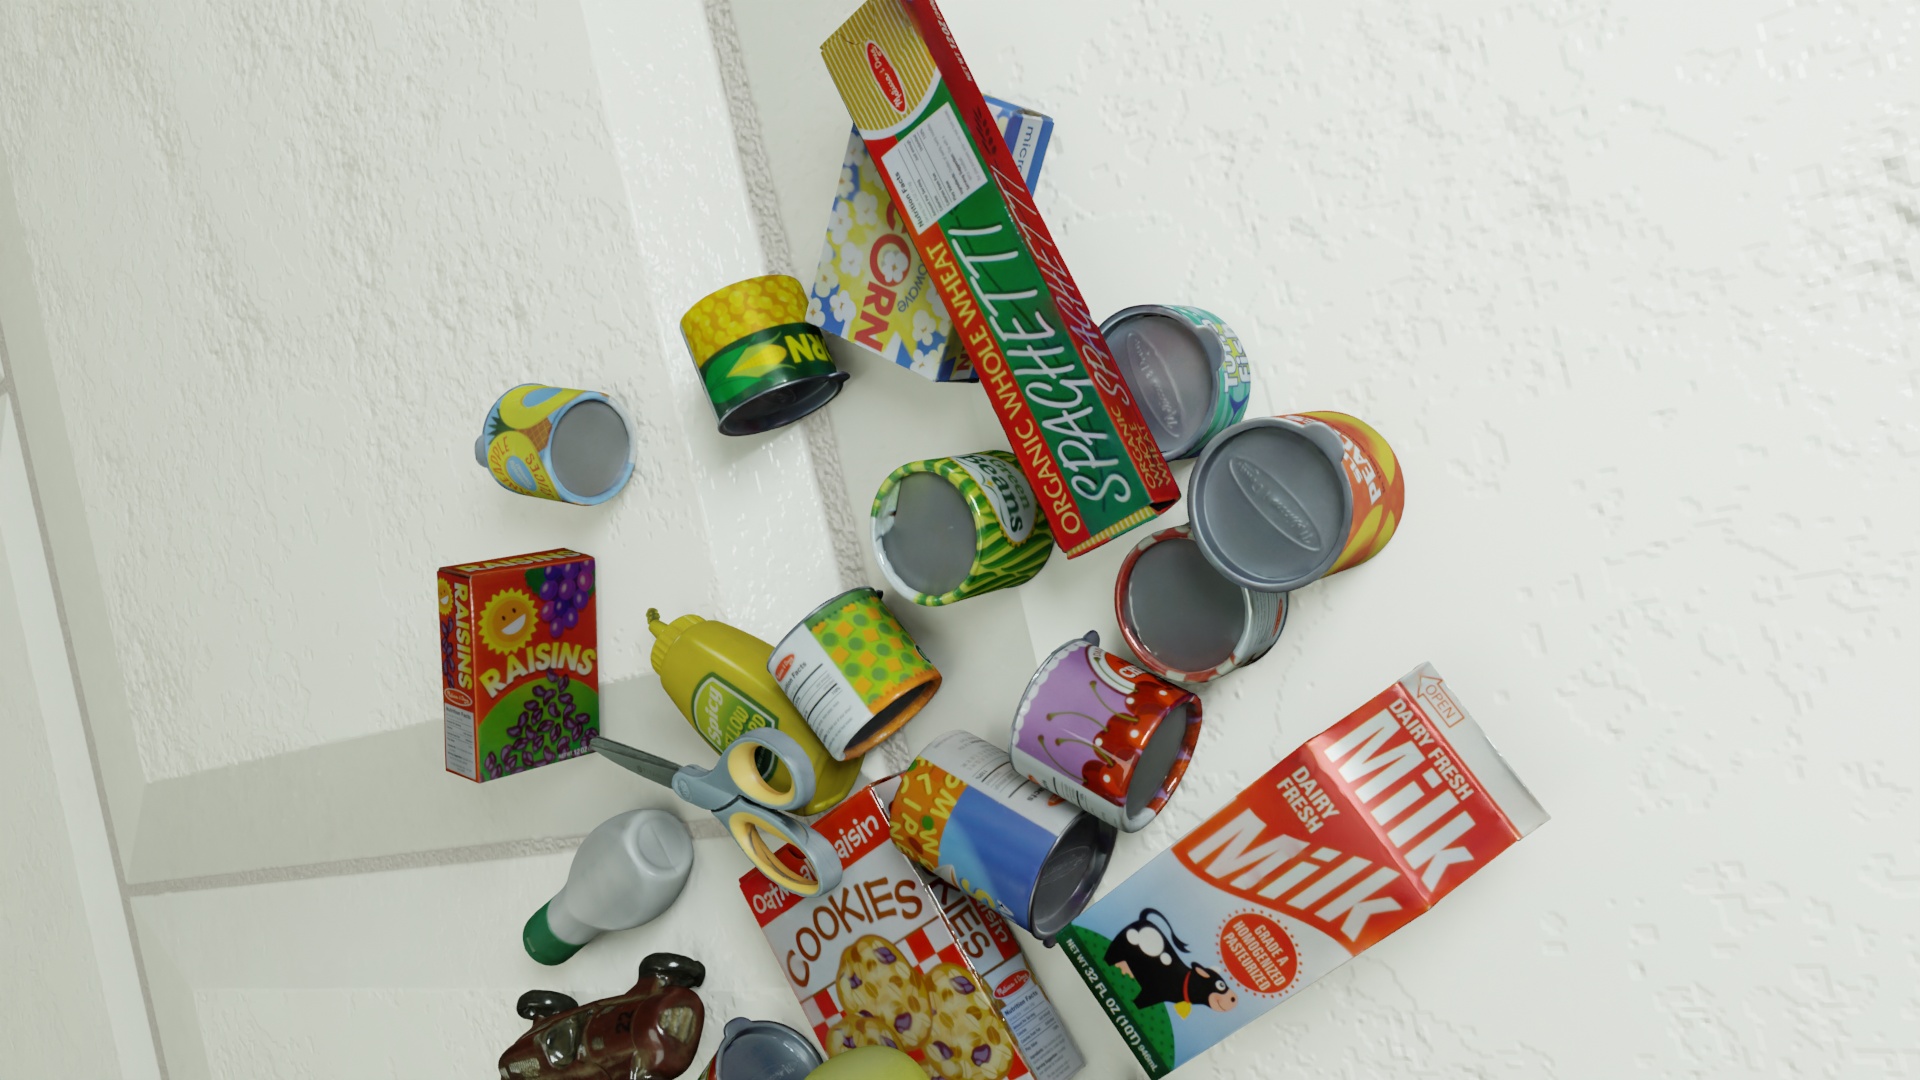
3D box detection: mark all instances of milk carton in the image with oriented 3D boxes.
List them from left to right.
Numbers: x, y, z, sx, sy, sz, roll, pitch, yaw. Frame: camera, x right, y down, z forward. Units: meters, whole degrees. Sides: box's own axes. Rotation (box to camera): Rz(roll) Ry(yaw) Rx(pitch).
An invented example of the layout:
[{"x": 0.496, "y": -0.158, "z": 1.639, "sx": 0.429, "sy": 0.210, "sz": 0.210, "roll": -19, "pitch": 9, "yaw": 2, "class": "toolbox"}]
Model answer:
[{"x": 0.134, "y": 0.129, "z": 0.547, "sx": 0.189, "sy": 0.074, "sz": 0.072, "roll": -46, "pitch": 70, "yaw": 32, "class": "milk carton"}]

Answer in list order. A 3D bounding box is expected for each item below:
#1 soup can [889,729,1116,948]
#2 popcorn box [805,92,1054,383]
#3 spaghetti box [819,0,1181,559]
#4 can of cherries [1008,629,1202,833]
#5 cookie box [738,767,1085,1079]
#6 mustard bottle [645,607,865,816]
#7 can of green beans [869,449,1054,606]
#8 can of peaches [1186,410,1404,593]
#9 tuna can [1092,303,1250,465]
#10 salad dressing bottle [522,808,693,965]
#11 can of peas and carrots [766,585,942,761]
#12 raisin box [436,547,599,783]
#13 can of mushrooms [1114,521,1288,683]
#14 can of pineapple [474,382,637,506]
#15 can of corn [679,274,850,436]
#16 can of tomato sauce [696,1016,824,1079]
[{"x": 0.018, "y": 0.136, "z": 0.638, "sx": 0.084, "sy": 0.071, "sz": 0.071, "roll": 23, "pitch": 111, "yaw": 33, "class": "soup can"}, {"x": -0.016, "y": -0.146, "z": 0.639, "sx": 0.085, "sy": 0.038, "sz": 0.126, "roll": 28, "pitch": 113, "yaw": 29, "class": "popcorn box"}, {"x": 0.015, "y": -0.113, "z": 0.579, "sx": 0.050, "sy": 0.029, "sz": 0.250, "roll": -31, "pitch": 80, "yaw": 35, "class": "spaghetti box"}, {"x": 0.064, "y": 0.081, "z": 0.597, "sx": 0.058, "sy": 0.072, "sz": 0.071, "roll": 25, "pitch": 111, "yaw": 31, "class": "can of cherries"}, {"x": -0.031, "y": 0.217, "z": 0.704, "sx": 0.122, "sy": 0.040, "sz": 0.168, "roll": -41, "pitch": 73, "yaw": 34, "class": "cookie box"}, {"x": -0.121, "y": 0.082, "z": 0.745, "sx": 0.160, "sy": 0.049, "sz": 0.065, "roll": 33, "pitch": 119, "yaw": 29, "class": "mustard bottle"}, {"x": 0.001, "y": -0.007, "z": 0.635, "sx": 0.071, "sy": 0.058, "sz": 0.071, "roll": 6, "pitch": 101, "yaw": 36, "class": "can of green beans"}, {"x": 0.132, "y": -0.018, "z": 0.536, "sx": 0.071, "sy": 0.058, "sz": 0.071, "roll": 6, "pitch": 100, "yaw": 36, "class": "can of peaches"}, {"x": 0.087, "y": -0.066, "z": 0.578, "sx": 0.071, "sy": 0.033, "sz": 0.071, "roll": 7, "pitch": 101, "yaw": 36, "class": "tuna can"}, {"x": -0.218, "y": 0.214, "z": 0.842, "sx": 0.147, "sy": 0.044, "sz": 0.064, "roll": -41, "pitch": 75, "yaw": 35, "class": "salad dressing bottle"}, {"x": -0.049, "y": 0.064, "z": 0.680, "sx": 0.059, "sy": 0.071, "sz": 0.070, "roll": 50, "pitch": 123, "yaw": 16, "class": "can of peas and carrots"}, {"x": -0.261, "y": 0.072, "z": 0.825, "sx": 0.040, "sy": 0.086, "sz": 0.123, "roll": 9, "pitch": 103, "yaw": 40, "class": "raisin box"}, {"x": 0.098, "y": 0.025, "z": 0.583, "sx": 0.071, "sy": 0.033, "sz": 0.071, "roll": 7, "pitch": 102, "yaw": 35, "class": "can of mushrooms"}, {"x": -0.230, "y": -0.054, "z": 0.794, "sx": 0.058, "sy": 0.071, "sz": 0.071, "roll": 9, "pitch": 103, "yaw": 36, "class": "can of pineapple"}, {"x": -0.097, "y": -0.093, "z": 0.692, "sx": 0.071, "sy": 0.071, "sz": 0.058, "roll": -29, "pitch": 79, "yaw": 36, "class": "can of corn"}, {"x": -0.122, "y": 0.317, "z": 0.770, "sx": 0.071, "sy": 0.071, "sz": 0.082, "roll": 45, "pitch": 121, "yaw": 23, "class": "can of tomato sauce"}]
